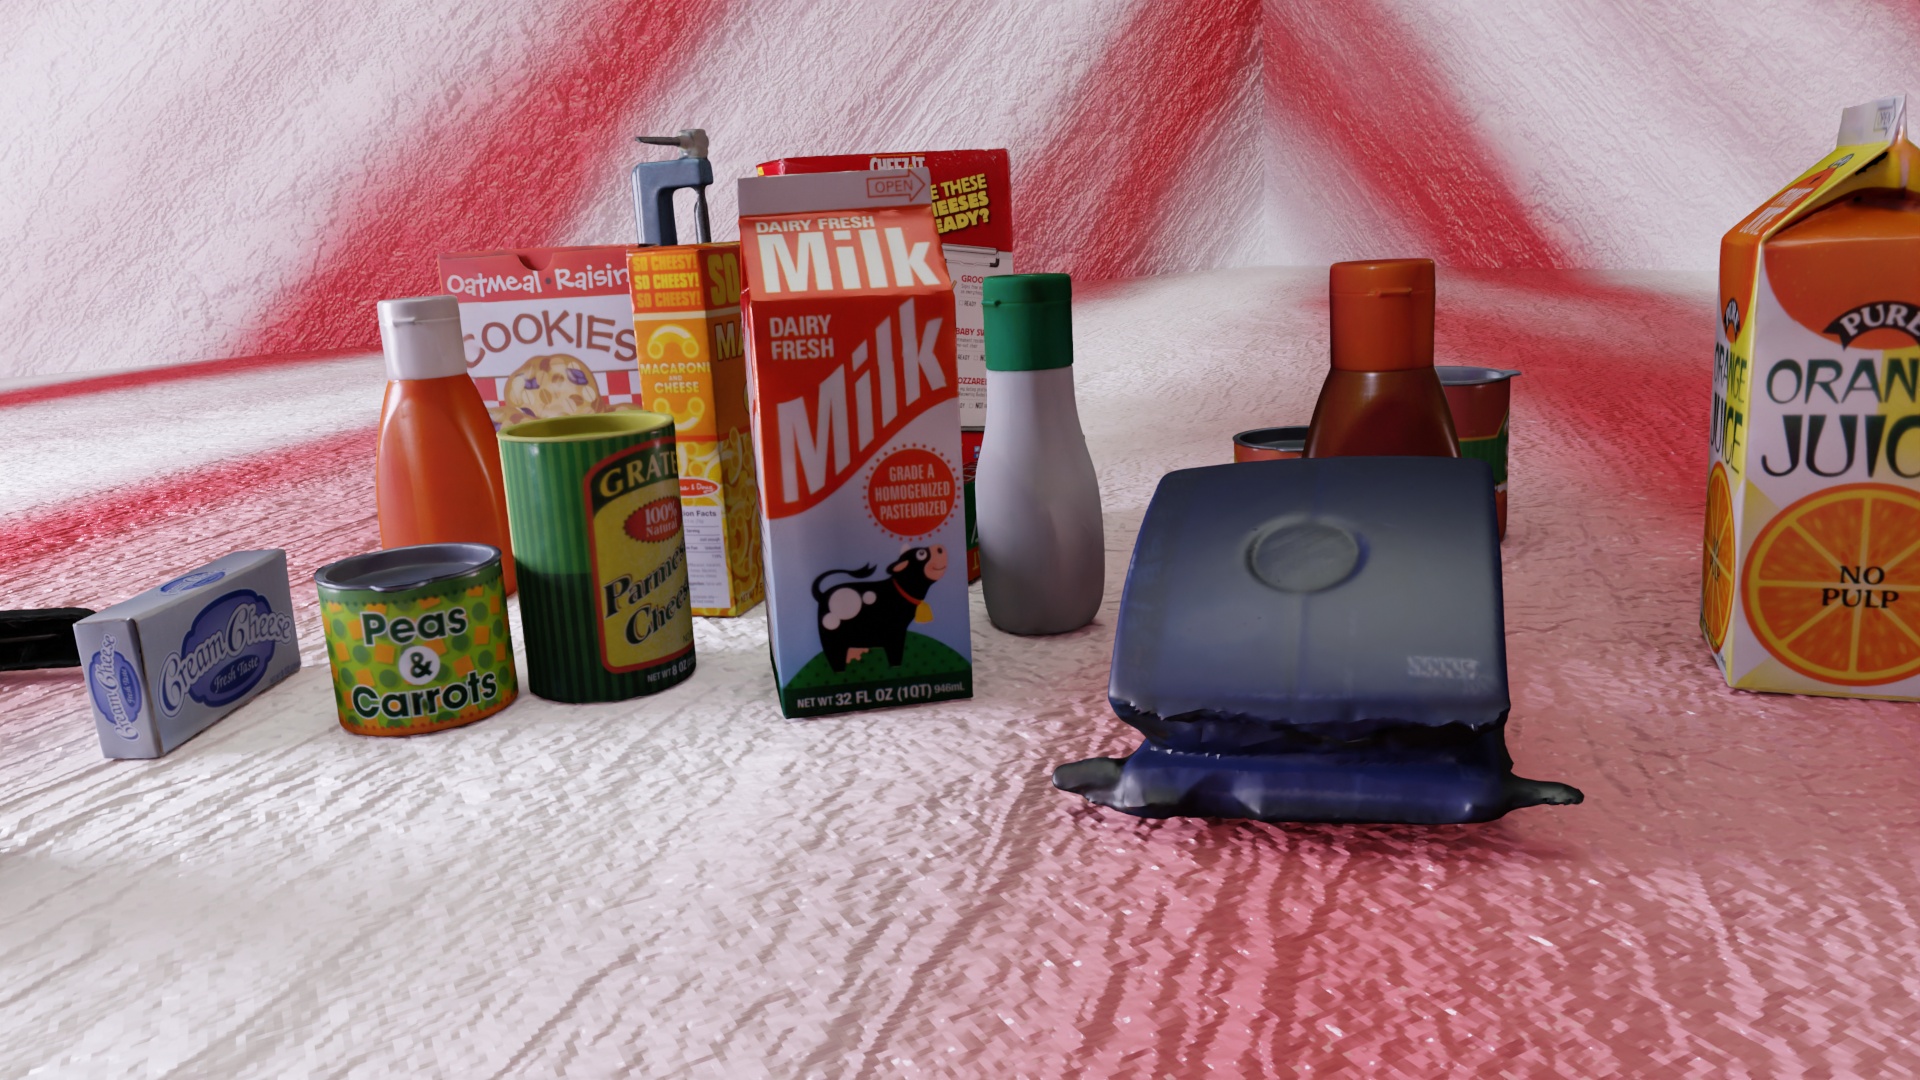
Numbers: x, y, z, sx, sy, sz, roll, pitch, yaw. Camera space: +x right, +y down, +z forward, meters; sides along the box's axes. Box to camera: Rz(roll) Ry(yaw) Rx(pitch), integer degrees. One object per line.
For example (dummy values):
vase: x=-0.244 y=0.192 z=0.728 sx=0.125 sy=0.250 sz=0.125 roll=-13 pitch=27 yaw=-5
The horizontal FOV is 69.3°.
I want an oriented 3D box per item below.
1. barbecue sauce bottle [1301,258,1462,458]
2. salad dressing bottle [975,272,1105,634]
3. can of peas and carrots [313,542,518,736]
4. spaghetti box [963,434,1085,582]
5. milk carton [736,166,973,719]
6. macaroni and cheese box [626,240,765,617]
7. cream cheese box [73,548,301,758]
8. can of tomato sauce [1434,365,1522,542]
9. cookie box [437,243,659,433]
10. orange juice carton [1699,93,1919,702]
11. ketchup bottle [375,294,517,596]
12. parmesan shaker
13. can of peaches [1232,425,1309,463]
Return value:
barbecue sauce bottle: x=0.155 y=-0.028 z=0.511 sx=0.065 sy=0.148 sz=0.044 roll=-3 pitch=13 yaw=4
salad dressing bottle: x=0.031 y=-0.037 z=0.580 sx=0.044 sy=0.147 sz=0.064 roll=-11 pitch=15 yaw=-30
can of peas and carrots: x=-0.203 y=0.036 z=0.523 sx=0.071 sy=0.058 sz=0.071 roll=-3 pitch=13 yaw=1
spaghetti box: x=0.002 y=-0.009 z=0.679 sx=0.028 sy=0.050 sz=0.251 roll=4 pitch=15 yaw=28
milk carton: x=-0.040 y=-0.038 z=0.512 sx=0.072 sy=0.190 sz=0.073 roll=-6 pitch=13 yaw=-10
macaroni and cheese box: x=-0.106 y=-0.060 z=0.671 sx=0.040 sy=0.166 sz=0.124 roll=0 pitch=14 yaw=16
cream cheese box: x=-0.294 y=0.041 z=0.538 sx=0.024 sy=0.053 sz=0.104 roll=-3 pitch=13 yaw=4
can of tomato sauce: x=0.239 y=-0.042 z=0.689 sx=0.071 sy=0.083 sz=0.071 roll=-3 pitch=13 yaw=1
cookie box: x=-0.236 y=-0.091 z=0.830 sx=0.123 sy=0.167 sz=0.040 roll=-2 pitch=13 yaw=6
orange juice carton: x=0.298 y=-0.049 z=0.468 sx=0.073 sy=0.192 sz=0.072 roll=1 pitch=14 yaw=20
ketchup bottle: x=-0.255 y=-0.044 z=0.678 sx=0.065 sy=0.148 sz=0.043 roll=-3 pitch=13 yaw=2
parmesan shaker: x=-0.139 y=0.004 z=0.546 sx=0.071 sy=0.102 sz=0.071 roll=-3 pitch=13 yaw=1
can of peaches: x=0.167 y=-0.023 z=0.682 sx=0.071 sy=0.058 sz=0.071 roll=-3 pitch=13 yaw=1
